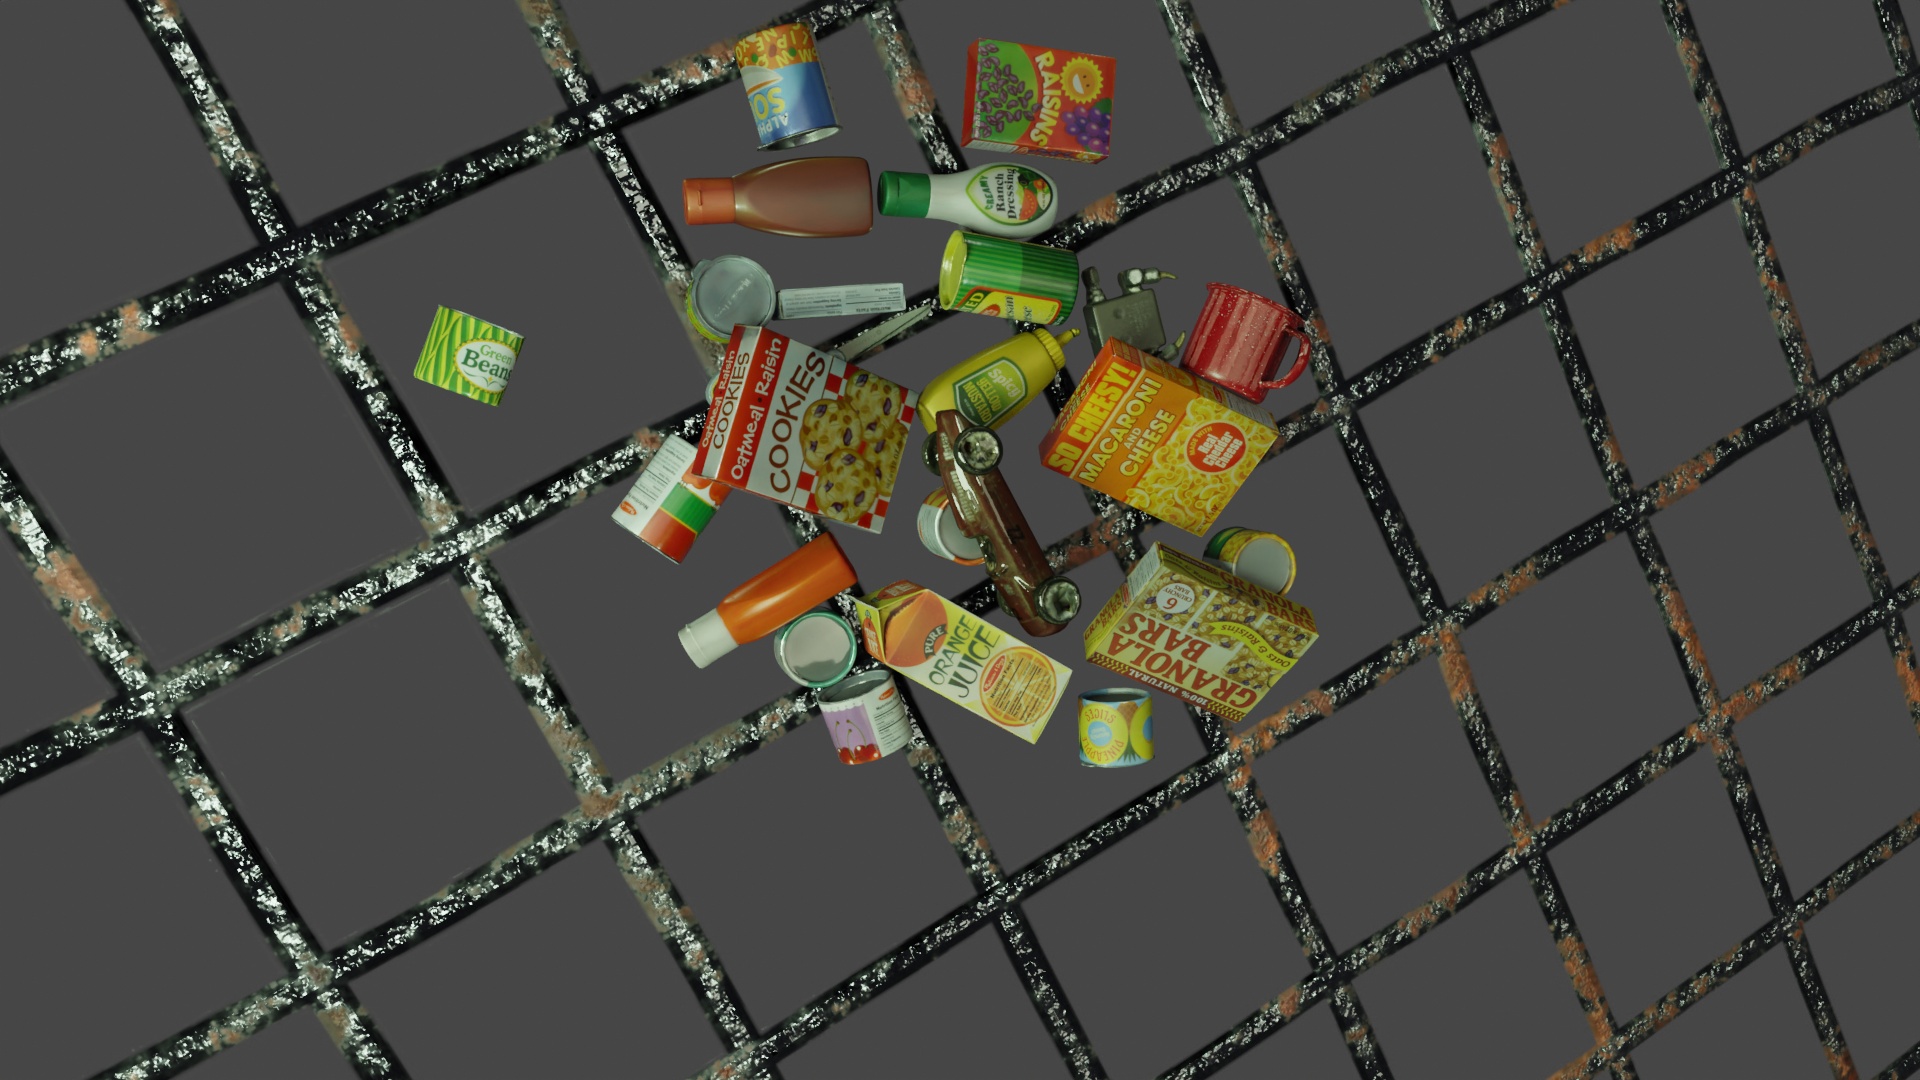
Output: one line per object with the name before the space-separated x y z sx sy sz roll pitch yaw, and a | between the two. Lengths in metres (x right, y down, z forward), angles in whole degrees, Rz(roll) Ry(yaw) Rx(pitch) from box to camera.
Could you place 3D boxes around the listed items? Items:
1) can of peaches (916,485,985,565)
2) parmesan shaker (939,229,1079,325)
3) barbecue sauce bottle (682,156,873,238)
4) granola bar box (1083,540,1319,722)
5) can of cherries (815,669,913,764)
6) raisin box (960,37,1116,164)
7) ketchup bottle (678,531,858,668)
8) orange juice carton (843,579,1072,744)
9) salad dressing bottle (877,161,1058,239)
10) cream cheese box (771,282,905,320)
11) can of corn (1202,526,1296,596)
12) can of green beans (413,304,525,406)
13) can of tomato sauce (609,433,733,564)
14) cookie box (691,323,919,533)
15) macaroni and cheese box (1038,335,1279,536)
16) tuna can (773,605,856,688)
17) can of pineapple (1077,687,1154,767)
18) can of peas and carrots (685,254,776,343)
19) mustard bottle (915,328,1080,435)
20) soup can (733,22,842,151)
can of peaches | 0.004 -0.015 1.176 0.071 0.058 0.071 -1 95 -16
parmesan shaker | 0.041 -0.219 1.163 0.103 0.071 0.071 6 93 -17
barbecue sauce bottle | -0.147 -0.275 1.119 0.149 0.043 0.064 -6 96 -15
granola bar box | 0.210 0.084 1.222 0.165 0.039 0.123 23 124 -17
can of cherries | -0.081 0.148 1.162 0.071 0.071 0.058 -22 101 -13
raisin box | 0.066 -0.370 1.176 0.123 0.040 0.086 3 93 -15
ketchup bottle | -0.158 0.050 1.133 0.149 0.065 0.043 -31 115 -3
orange juice carton | -0.010 0.092 1.173 0.192 0.072 0.073 30 86 -17
salad dressing bottle | 0.006 -0.286 1.162 0.148 0.044 0.064 -1 85 -16
cream cheese box | -0.101 -0.195 1.133 0.104 0.053 0.024 -7 99 -16
can of corn | 0.263 0.021 1.254 0.071 0.058 0.071 -2 95 -16
can of green beans | -0.371 -0.139 1.051 0.071 0.071 0.058 20 89 -17
can of tomato sauce | -0.225 -0.032 1.104 0.071 0.071 0.083 36 84 -16
cookie box | -0.121 -0.086 1.106 0.167 0.040 0.123 19 84 -42
macaroni and cheese box | 0.169 -0.088 1.200 0.166 0.040 0.123 23 121 -16
tuna can | -0.119 0.088 1.161 0.071 0.033 0.071 -1 95 -16
can of pineapple | 0.136 0.164 1.223 0.071 0.071 0.057 -5 95 -16
can of peas and carrots | -0.186 -0.193 1.106 0.071 0.059 0.071 -1 94 -16
mustard bottle | 0.039 -0.139 1.181 0.160 0.049 0.065 -36 105 -11
soup can | -0.139 -0.358 1.102 0.071 0.071 0.083 -19 99 -14
